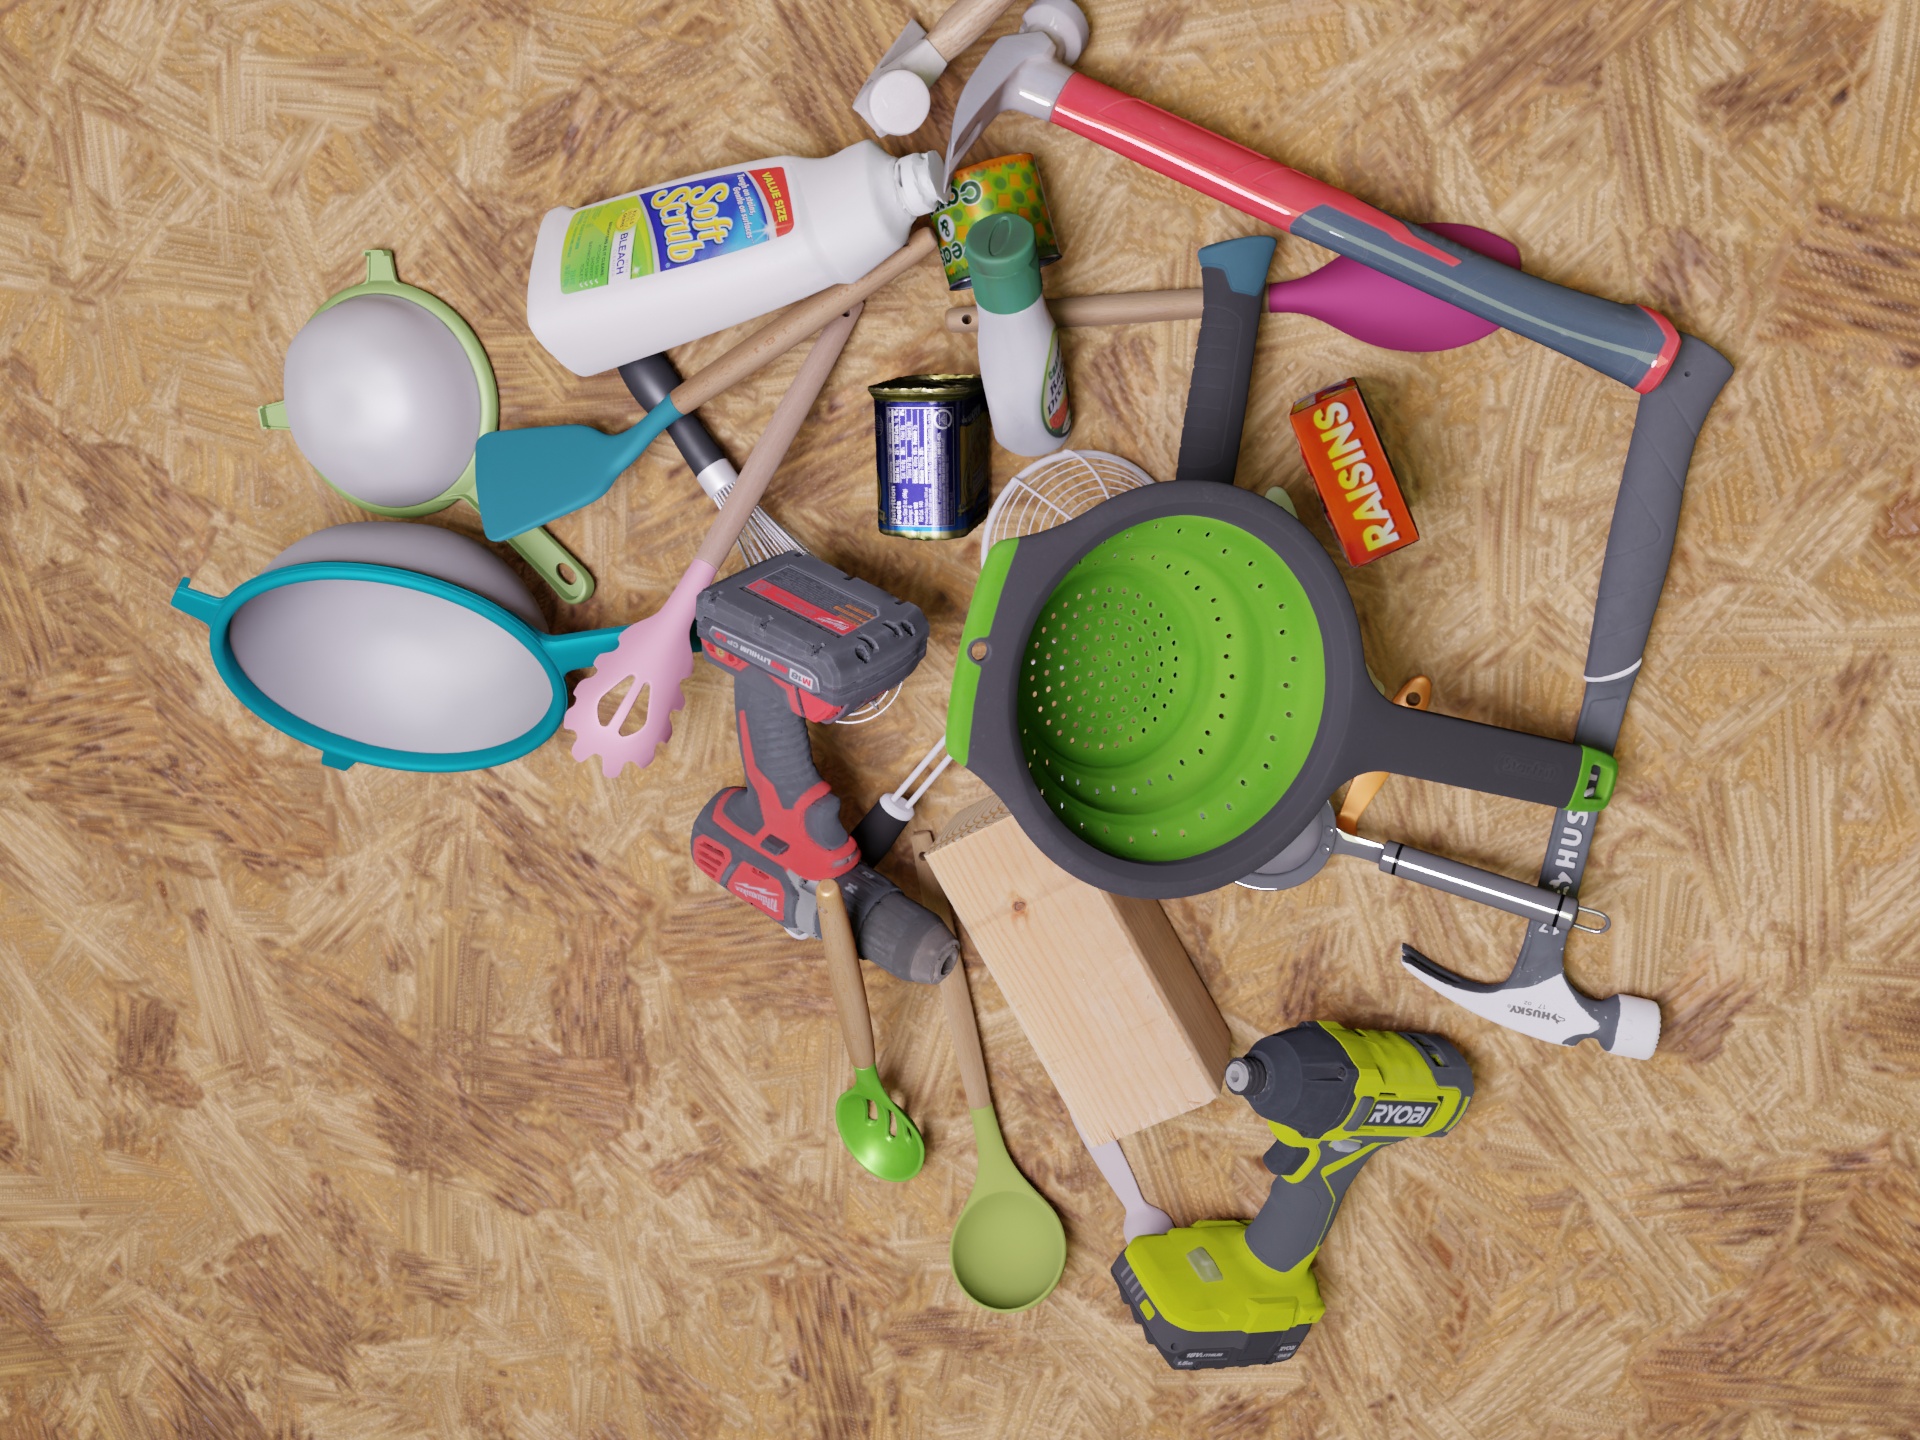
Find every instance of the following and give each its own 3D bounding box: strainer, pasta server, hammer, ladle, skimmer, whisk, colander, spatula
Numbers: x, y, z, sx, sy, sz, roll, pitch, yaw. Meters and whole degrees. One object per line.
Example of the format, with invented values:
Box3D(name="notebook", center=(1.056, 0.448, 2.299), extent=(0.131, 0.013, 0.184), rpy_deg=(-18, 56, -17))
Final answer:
Box3D(name="strainer", center=(-0.337, -0.163, 1.003), extent=(0.256, 0.069, 0.151), rpy_deg=(45, 110, 1))
Box3D(name="pasta server", center=(-0.135, -0.112, 0.920), extent=(0.060, 0.040, 0.316), rpy_deg=(29, 79, -10))
Box3D(name="hammer", center=(0.128, -0.100, 0.875), extent=(0.128, 0.033, 0.331), rpy_deg=(5, 97, -24))
Box3D(name="hammer", center=(0.071, -0.428, 0.824), extent=(0.331, 0.130, 0.031), rpy_deg=(-41, 113, 9))
Box3D(name="ladle", center=(0.006, 0.228, 1.027), extent=(0.078, 0.062, 0.320), rpy_deg=(-11, 99, 8))
Box3D(name="strainer", center=(0.240, 0.077, 0.917), extent=(0.258, 0.050, 0.086), rpy_deg=(18, 115, 22))
Box3D(name="skimmer", center=(-0.002, -0.003, 0.975), extent=(0.127, 0.090, 0.363), rpy_deg=(32, 119, -15))
Box3D(name="strainer", center=(-0.285, -0.067, 0.989), extent=(0.340, 0.095, 0.210), rpy_deg=(-7, 145, 8))
Box3D(name="hammer", center=(0.355, -0.011, 0.891), extent=(0.149, 0.036, 0.408), rpy_deg=(10, 106, 12))
Box3D(name="whisk", center=(-0.131, -0.120, 0.973), extent=(0.070, 0.070, 0.284), rpy_deg=(-35, 89, 19))
Box3D(name="hammer", center=(0.182, -0.254, 0.824), extent=(0.386, 0.143, 0.038), rpy_deg=(26, 149, 5))
Box3D(name="colander", center=(0.167, -0.005, 0.834), extent=(0.397, 0.094, 0.204), rpy_deg=(11, 96, -22))
Box3D(name="spatula", center=(-0.150, -0.200, 0.918), extent=(0.317, 0.044, 0.082), rpy_deg=(-27, 59, 22))

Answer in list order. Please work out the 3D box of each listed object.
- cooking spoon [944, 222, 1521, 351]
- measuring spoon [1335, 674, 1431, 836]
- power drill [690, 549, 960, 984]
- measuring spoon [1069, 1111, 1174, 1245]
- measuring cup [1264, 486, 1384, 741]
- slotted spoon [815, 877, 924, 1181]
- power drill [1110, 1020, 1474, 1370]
Box3D(name="cooking spoon", center=(0.147, -0.235, 0.892), extent=(0.319, 0.017, 0.068), rpy_deg=(-1, 104, 13))
Box3D(name="measuring spoon", center=(0.246, 0.026, 0.938), extent=(0.021, 0.011, 0.117), rpy_deg=(26, 109, 6))
Box3D(name="power drill", center=(-0.073, 0.037, 0.912), extent=(0.188, 0.080, 0.226), rpy_deg=(27, 129, 28))
Box3D(name="measuring spoon", center=(0.101, 0.299, 1.040), extent=(0.034, 0.018, 0.124), rpy_deg=(-27, 96, 19))
Box3D(name="measuring cup", center=(0.195, -0.050, 0.916), extent=(0.083, 0.038, 0.167), rpy_deg=(-9, 104, 16))
Box3D(name="slotted spoon", center=(-0.060, 0.194, 0.972), extent=(0.070, 0.031, 0.313), rpy_deg=(21, 143, 22))
Box3D(name="power drill", center=(0.188, 0.278, 0.948), extent=(0.171, 0.080, 0.223), rpy_deg=(11, 115, -33))
